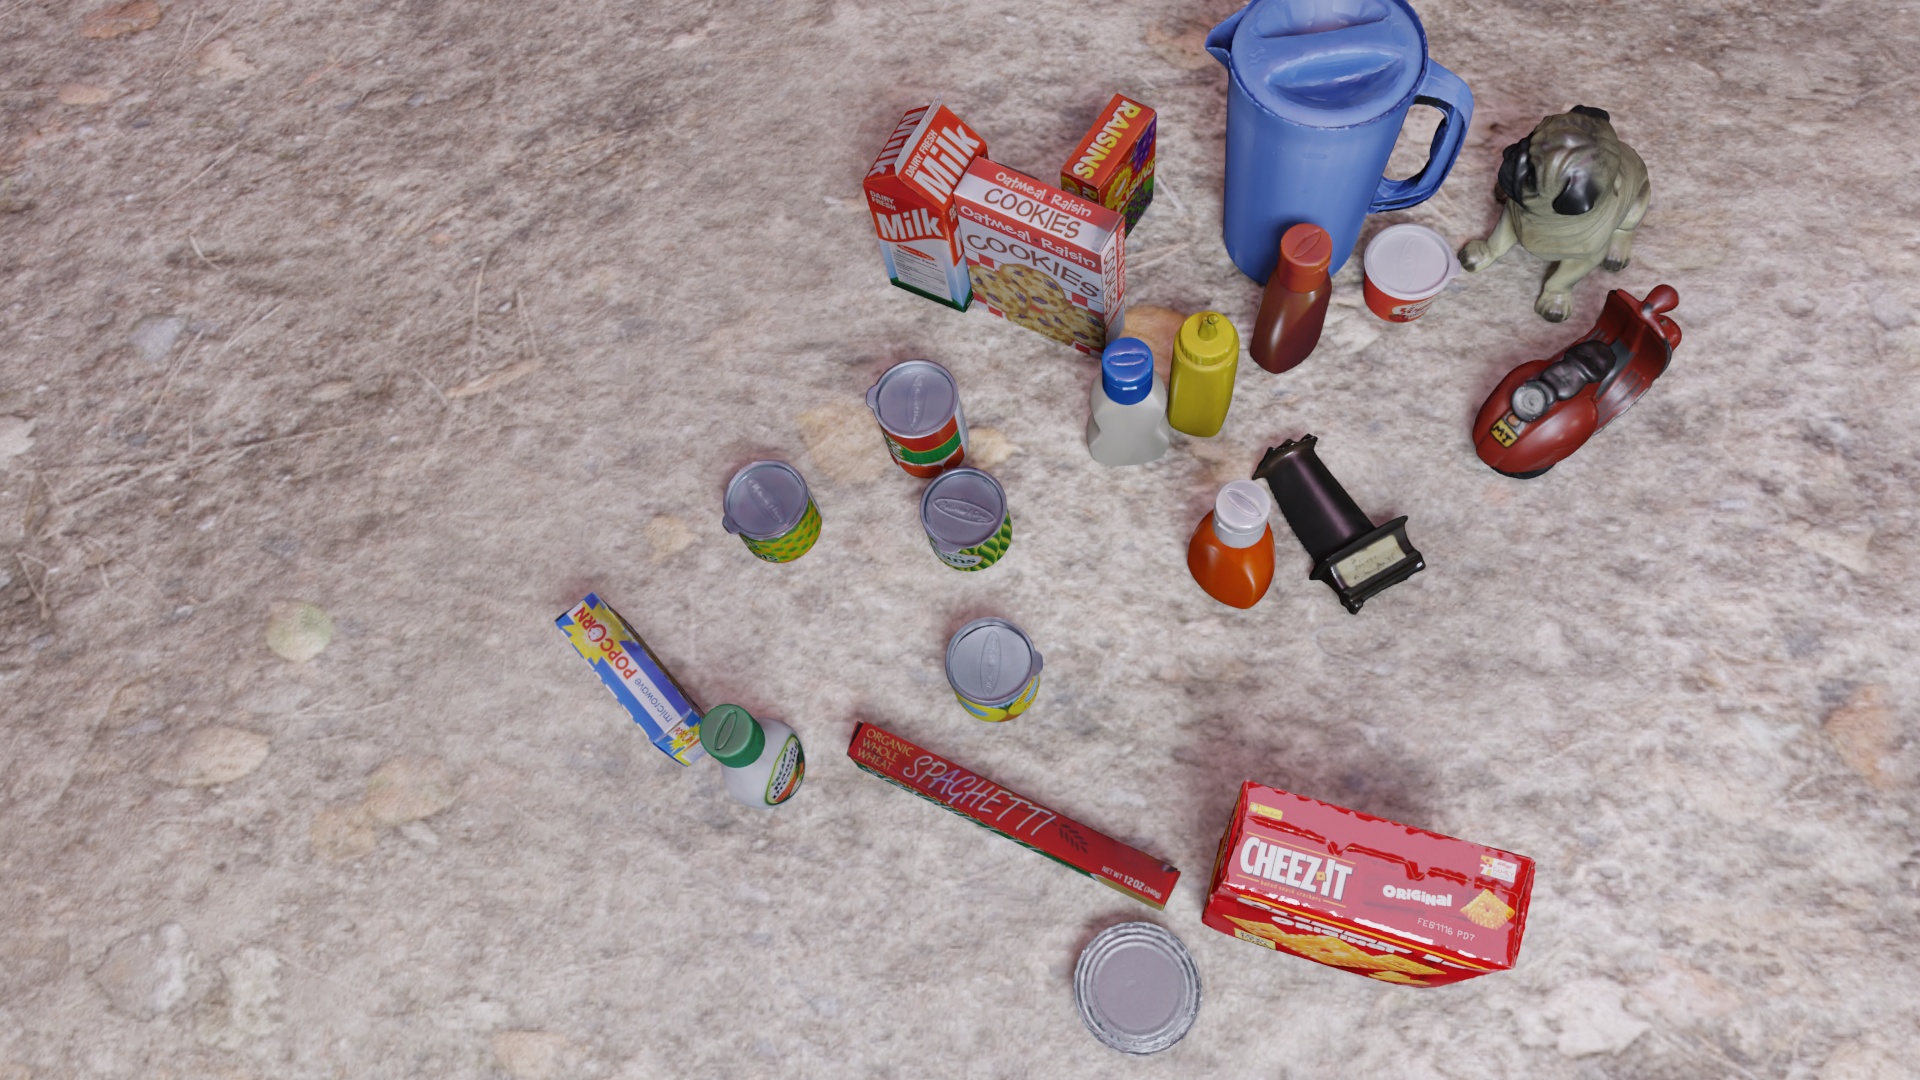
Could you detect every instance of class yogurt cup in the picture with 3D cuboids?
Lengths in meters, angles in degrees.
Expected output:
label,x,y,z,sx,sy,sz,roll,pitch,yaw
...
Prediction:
label,x,y,z,sx,sy,sz,roll,pitch,yaw
yogurt cup,0.351,-0.209,1.100,0.072,0.053,0.072,-2,69,6

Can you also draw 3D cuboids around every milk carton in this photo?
label,x,y,z,sx,sy,sz,roll,pitch,yaw
milk carton,-0.022,-0.265,1.091,0.073,0.190,0.072,24,74,15

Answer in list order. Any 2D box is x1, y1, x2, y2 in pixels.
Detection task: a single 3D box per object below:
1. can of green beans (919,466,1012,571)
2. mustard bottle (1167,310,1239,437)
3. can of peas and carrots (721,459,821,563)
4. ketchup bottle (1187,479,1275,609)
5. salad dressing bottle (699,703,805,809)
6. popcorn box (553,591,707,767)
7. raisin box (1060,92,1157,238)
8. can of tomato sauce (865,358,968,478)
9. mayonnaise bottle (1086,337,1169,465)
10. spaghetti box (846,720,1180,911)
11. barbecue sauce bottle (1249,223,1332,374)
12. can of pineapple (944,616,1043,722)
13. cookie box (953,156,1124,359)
label,x,y,z,sx,sy,sz,roll,pitch,yaw
can of green beans,0.005,-0.015,1.064,0.071,0.057,0.071,-2,69,6
mustard bottle,0.181,-0.132,1.033,0.049,0.159,0.065,12,72,11
can of peas and carrots,-0.147,-0.020,1.083,0.071,0.058,0.071,-2,69,6
ketchup bottle,0.195,0.002,0.987,0.065,0.148,0.043,38,78,18
salad dressing bottle,-0.145,0.149,0.970,0.044,0.147,0.064,18,73,13
popcorn box,-0.238,0.104,1.031,0.038,0.085,0.127,-41,70,-9
raisin box,0.120,-0.285,1.119,0.040,0.123,0.086,32,76,16
can of tomato sauce,-0.032,-0.093,1.084,0.071,0.083,0.071,-2,69,6
mayonnaise bottle,0.125,-0.101,1.034,0.065,0.147,0.041,-4,69,5
spaghetti box,0.035,0.194,0.984,0.250,0.050,0.029,23,74,14
barbecue sauce bottle,0.254,-0.184,1.051,0.065,0.148,0.044,-44,71,-10
can of pineapple,0.026,0.096,1.019,0.071,0.057,0.071,-2,69,6
cookie box,0.065,-0.215,1.074,0.123,0.167,0.040,26,75,15
